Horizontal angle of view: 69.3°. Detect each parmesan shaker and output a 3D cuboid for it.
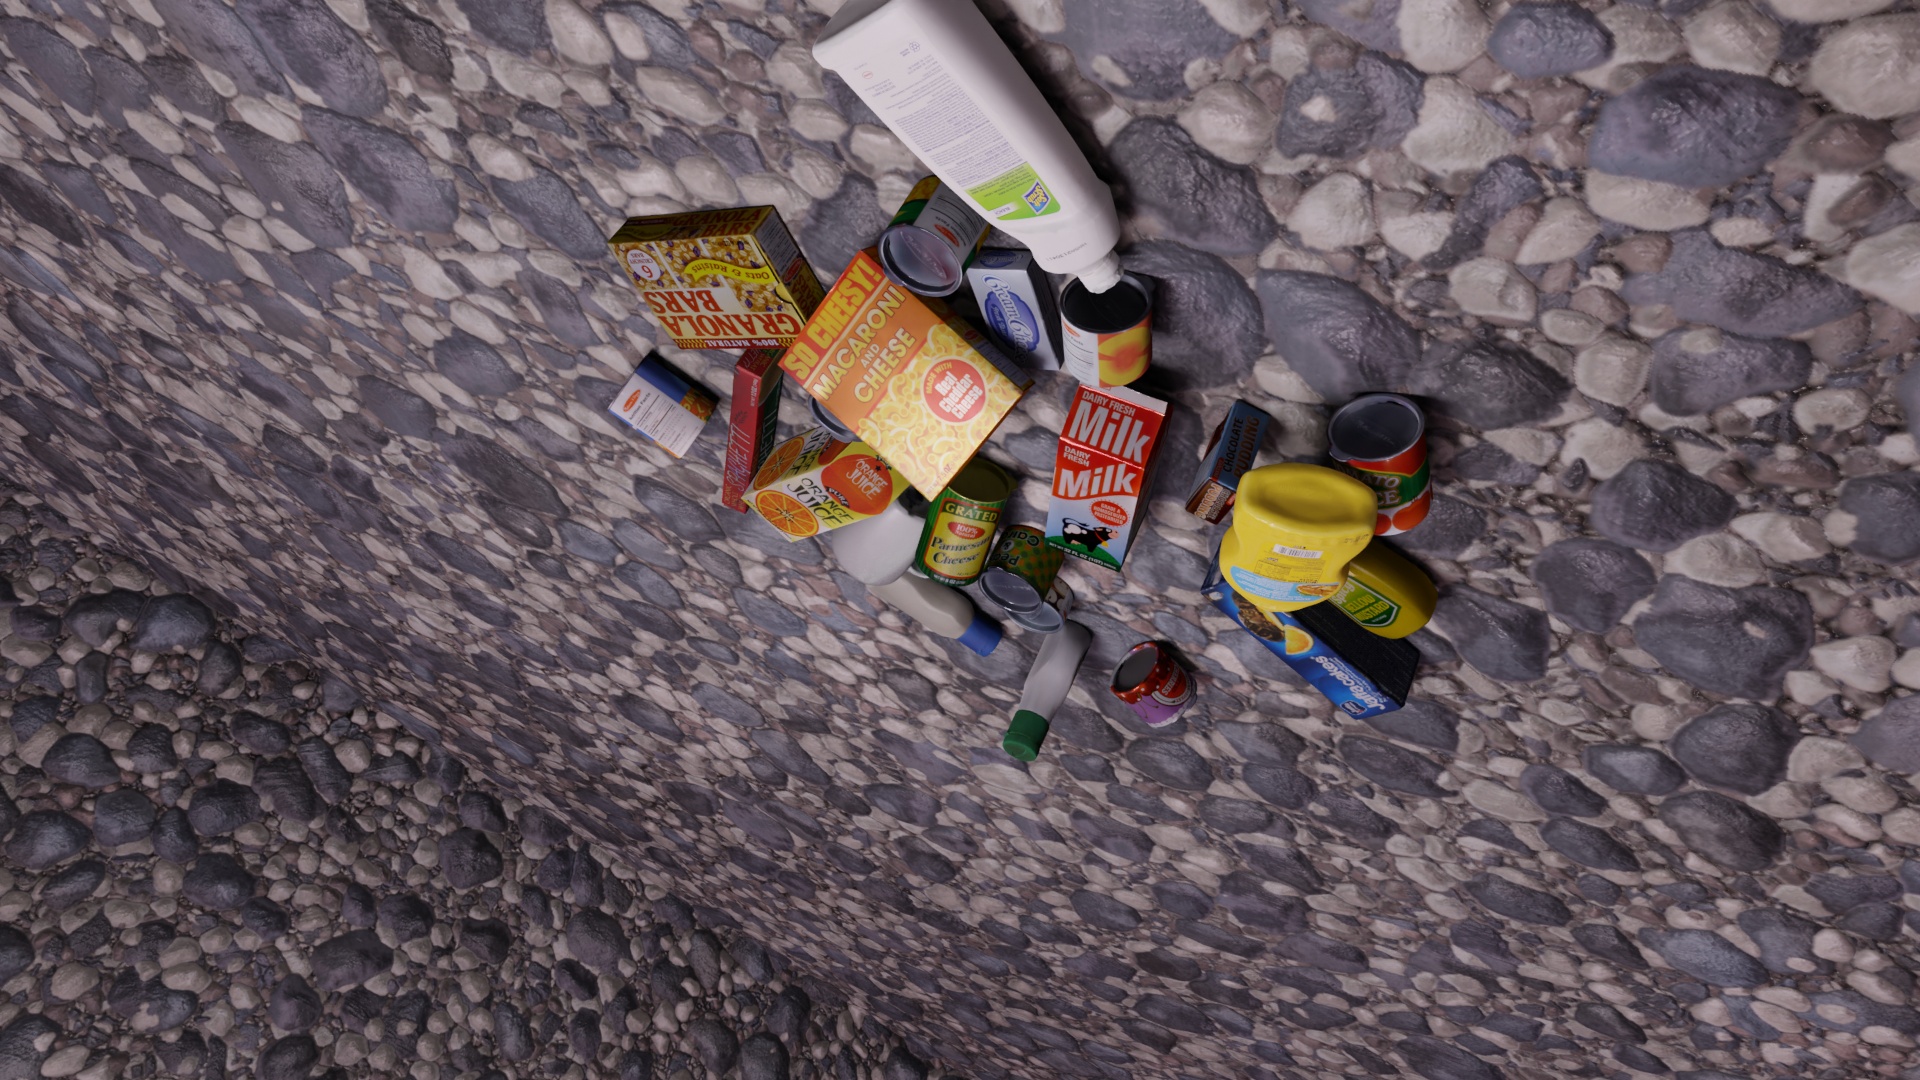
[{"bbox_3d":[0.004,-0.016,1.258,0.071,0.072,0.102,24,127,7],"label":"parmesan shaker"}]

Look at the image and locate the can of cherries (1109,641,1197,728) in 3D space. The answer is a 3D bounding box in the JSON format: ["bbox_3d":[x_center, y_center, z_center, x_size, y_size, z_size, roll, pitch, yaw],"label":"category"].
[{"bbox_3d":[0.192,0.142,1.373,0.058,0.072,0.071,43,146,-20],"label":"can of cherries"}]

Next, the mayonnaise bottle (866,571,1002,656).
[{"bbox_3d":[-0.025,0.069,1.459,0.148,0.041,0.064,34,150,-13],"label":"mayonnaise bottle"}]

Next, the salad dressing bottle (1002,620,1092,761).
[{"bbox_3d":[0.085,0.150,1.387,0.044,0.148,0.064,31,149,-6],"label":"salad dressing bottle"}]

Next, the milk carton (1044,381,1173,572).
[{"bbox_3d":[0.120,-0.063,1.122,0.072,0.074,0.189,21,148,11],"label":"milk carton"}]

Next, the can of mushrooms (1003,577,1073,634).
[{"bbox_3d":[0.074,0.059,1.374,0.071,0.033,0.070,20,149,13],"label":"can of mushrooms"}]

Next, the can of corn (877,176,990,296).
[{"bbox_3d":[-0.020,-0.221,1.013,0.071,0.058,0.070,20,148,13],"label":"can of corn"}]

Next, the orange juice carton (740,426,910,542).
[{"bbox_3d":[-0.115,-0.062,1.305,0.071,0.073,0.192,44,145,-25],"label":"orange juice carton"}]

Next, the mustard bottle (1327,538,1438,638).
[{"bbox_3d":[0.306,0.019,1.121,0.160,0.049,0.065,33,147,-8],"label":"mustard bottle"}]

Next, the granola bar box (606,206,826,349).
[{"bbox_3d":[-0.201,-0.218,1.177,0.165,0.039,0.123,5,142,33],"label":"granola bar box"}]

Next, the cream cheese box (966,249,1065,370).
[{"bbox_3d":[0.045,-0.176,1.062,0.053,0.024,0.103,7,143,28],"label":"cream cheese box"}]

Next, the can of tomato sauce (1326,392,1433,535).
[{"bbox_3d":[0.302,-0.053,0.999,0.071,0.071,0.082,7,144,30],"label":"can of tomato sauce"}]

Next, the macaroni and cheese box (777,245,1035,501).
[{"bbox_3d":[-0.044,-0.131,1.096,0.166,0.040,0.123,42,116,2],"label":"macaroni and cheese box"}]

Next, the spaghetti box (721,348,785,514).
[{"bbox_3d":[-0.199,-0.107,1.327,0.029,0.050,0.248,27,149,3],"label":"spaghetti box"}]

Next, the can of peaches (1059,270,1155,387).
[{"bbox_3d":[0.109,-0.154,1.007,0.071,0.071,0.057,16,147,19],"label":"can of peaches"}]

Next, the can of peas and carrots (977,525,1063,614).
[{"bbox_3d":[0.056,0.026,1.316,0.071,0.059,0.070,20,147,13],"label":"can of peas and carrots"}]

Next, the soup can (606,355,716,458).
[{"bbox_3d":[-0.289,-0.130,1.351,0.084,0.072,0.071,35,148,-13],"label":"soup can"}]

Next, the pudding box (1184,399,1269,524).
[{"bbox_3d":[0.202,-0.060,1.054,0.030,0.084,0.049,26,147,0],"label":"pudding box"}]

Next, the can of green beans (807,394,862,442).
[{"bbox_3d":[-0.090,-0.128,1.203,0.071,0.058,0.071,19,148,13],"label":"can of green beans"}]
